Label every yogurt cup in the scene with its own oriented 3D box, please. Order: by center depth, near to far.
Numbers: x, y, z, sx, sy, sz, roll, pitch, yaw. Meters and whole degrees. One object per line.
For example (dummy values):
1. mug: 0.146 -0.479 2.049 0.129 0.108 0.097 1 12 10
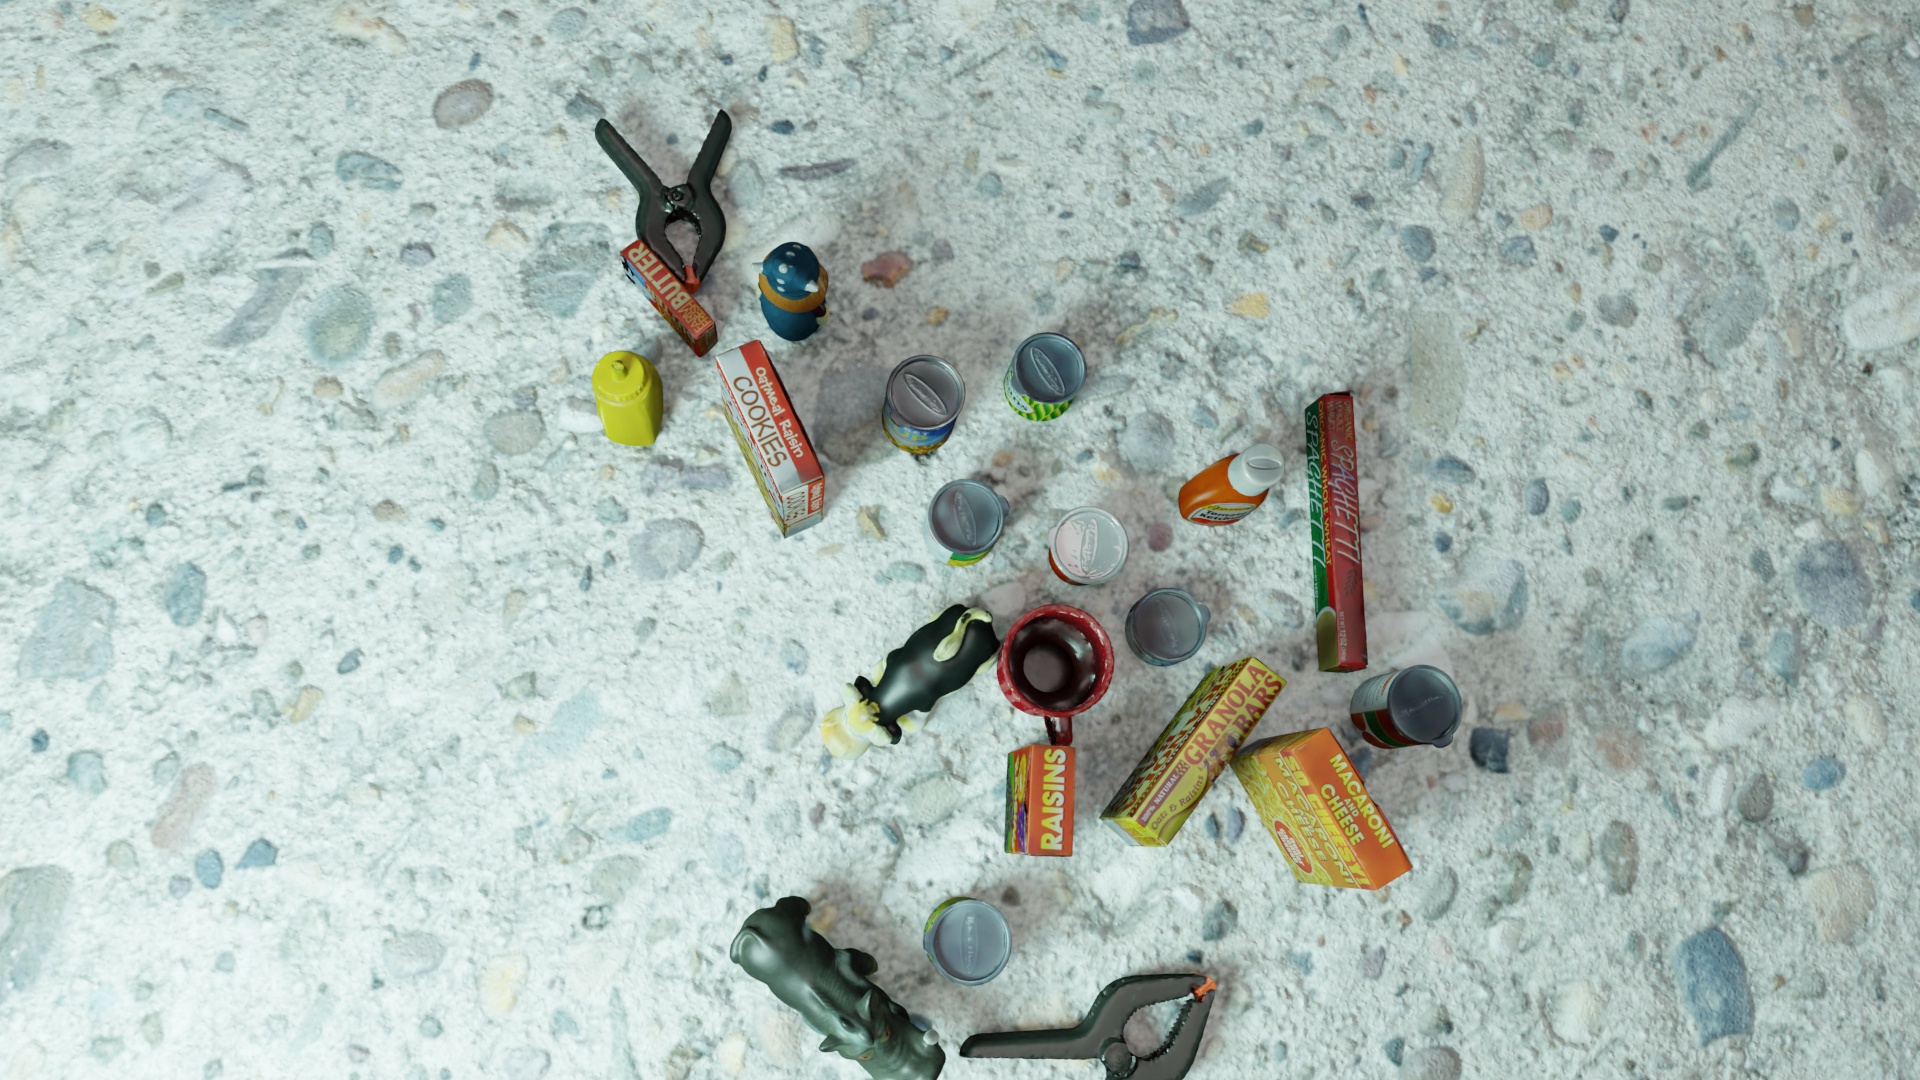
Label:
1. yogurt cup: 0.108 0.008 1.204 0.072 0.054 0.072 1 78 -7

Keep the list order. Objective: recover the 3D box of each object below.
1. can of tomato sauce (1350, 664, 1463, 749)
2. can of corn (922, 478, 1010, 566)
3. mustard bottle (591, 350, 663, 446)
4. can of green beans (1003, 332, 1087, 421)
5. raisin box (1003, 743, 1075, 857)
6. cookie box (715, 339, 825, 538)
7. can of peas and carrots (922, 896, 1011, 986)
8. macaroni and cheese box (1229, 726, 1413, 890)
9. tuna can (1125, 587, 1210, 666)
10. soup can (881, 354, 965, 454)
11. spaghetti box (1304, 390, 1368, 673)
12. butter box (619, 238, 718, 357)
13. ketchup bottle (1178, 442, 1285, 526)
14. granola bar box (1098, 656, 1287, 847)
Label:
1. can of tomato sauce: 0.383 0.146 1.193 0.071 0.083 0.071 1 78 -7
2. can of corn: 0.004 -0.015 1.195 0.071 0.058 0.071 1 78 -7
3. mustard bottle: -0.272 -0.122 1.132 0.049 0.160 0.065 5 78 -6
4. can of green beans: 0.074 -0.144 1.232 0.071 0.057 0.071 1 78 -7
5. raisin box: 0.062 0.210 1.119 0.040 0.123 0.086 5 78 -6
6. cookie box: -0.153 -0.079 1.133 0.040 0.167 0.123 -25 82 -11
7. can of peas and carrots: 0.002 0.322 1.121 0.071 0.058 0.071 1 78 -7
8. macaroni and cheese box: 0.286 0.216 1.123 0.040 0.166 0.124 -29 83 -12
9. tuna can: 0.180 0.075 1.210 0.071 0.032 0.071 1 78 -7
10. soup can: -0.036 -0.114 1.198 0.071 0.083 0.071 1 78 -7
11. spaghetti box: 0.334 -0.008 1.238 0.029 0.050 0.250 2 78 -7
12. butter box: -0.253 -0.210 1.208 0.024 0.053 0.103 -41 85 -13
13. ketchup bottle: 0.234 -0.048 1.183 0.065 0.148 0.043 2 78 -7
14. granola bar box: 0.187 0.174 1.142 0.039 0.124 0.166 39 76 2
